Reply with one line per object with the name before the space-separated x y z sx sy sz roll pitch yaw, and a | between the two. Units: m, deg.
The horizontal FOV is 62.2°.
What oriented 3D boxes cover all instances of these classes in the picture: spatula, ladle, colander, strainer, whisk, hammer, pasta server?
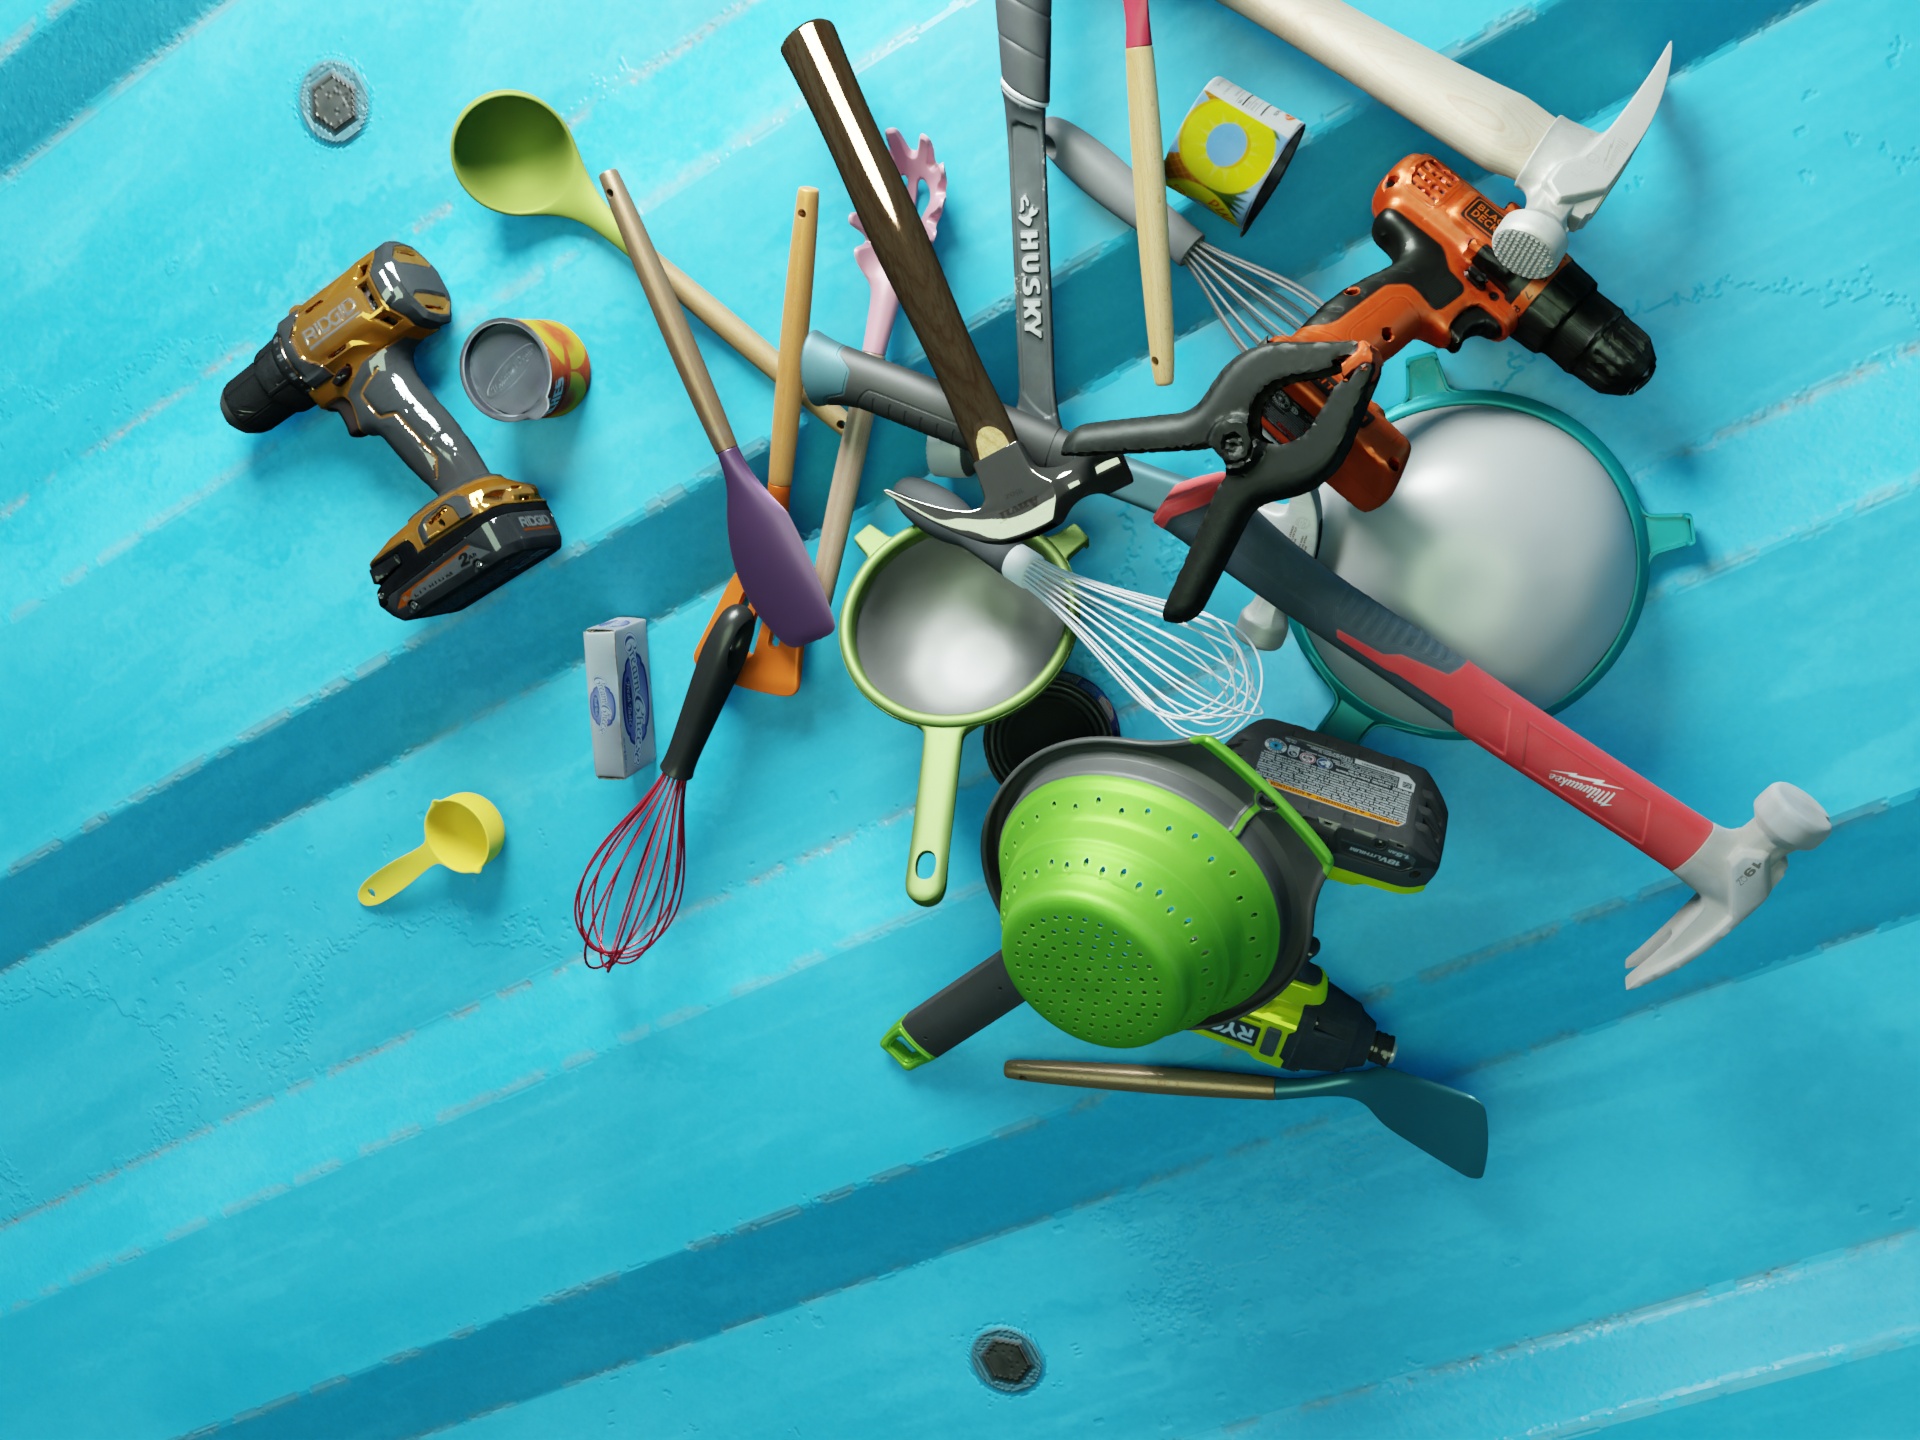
spatula | -0.116 -0.172 1.011 0.081 0.041 0.322 18 118 16
spatula | -0.159 -0.193 1.002 0.060 0.018 0.316 -17 100 33
ladle | 0.100 -0.343 0.876 0.069 0.031 0.315 17 121 49
colander | 0.046 0.158 0.964 0.204 0.094 0.397 44 133 -4
spatula | 0.180 0.248 1.049 0.317 0.044 0.082 0 131 17
strainer | -0.002 -0.003 0.978 0.151 0.069 0.256 1 67 13
strainer | 0.256 -0.031 0.934 0.211 0.095 0.340 34 108 5
whisk | -0.200 0.050 1.082 0.073 0.073 0.295 28 111 7
ladle | -0.189 -0.282 1.014 0.320 0.062 0.078 40 111 0
hammer | 0.055 -0.157 0.940 0.331 0.033 0.128 22 116 10
hammer | 0.184 -0.403 0.881 0.411 0.038 0.146 34 79 11
pasta server | -0.062 -0.203 0.995 0.060 0.040 0.316 16 102 11
hammer | -0.027 -0.254 0.917 0.130 0.031 0.331 -26 82 14
hammer | 0.042 -0.338 0.911 0.149 0.036 0.408 5 113 19
whisk | 0.135 -0.276 0.937 0.239 0.055 0.055 43 110 7
hammer | 0.266 -0.004 0.878 0.386 0.038 0.143 34 123 2
whisk | 0.061 -0.075 0.930 0.285 0.070 0.070 36 111 31

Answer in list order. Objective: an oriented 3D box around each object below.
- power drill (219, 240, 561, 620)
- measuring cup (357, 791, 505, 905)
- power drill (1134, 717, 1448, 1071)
power drill | -0.394 -0.181 1.081 0.185 0.084 0.226 -27 91 20
measuring cup | -0.395 0.100 1.181 0.156 0.029 0.062 -29 94 31
power drill | 0.205 0.120 0.967 0.171 0.080 0.223 18 130 10
